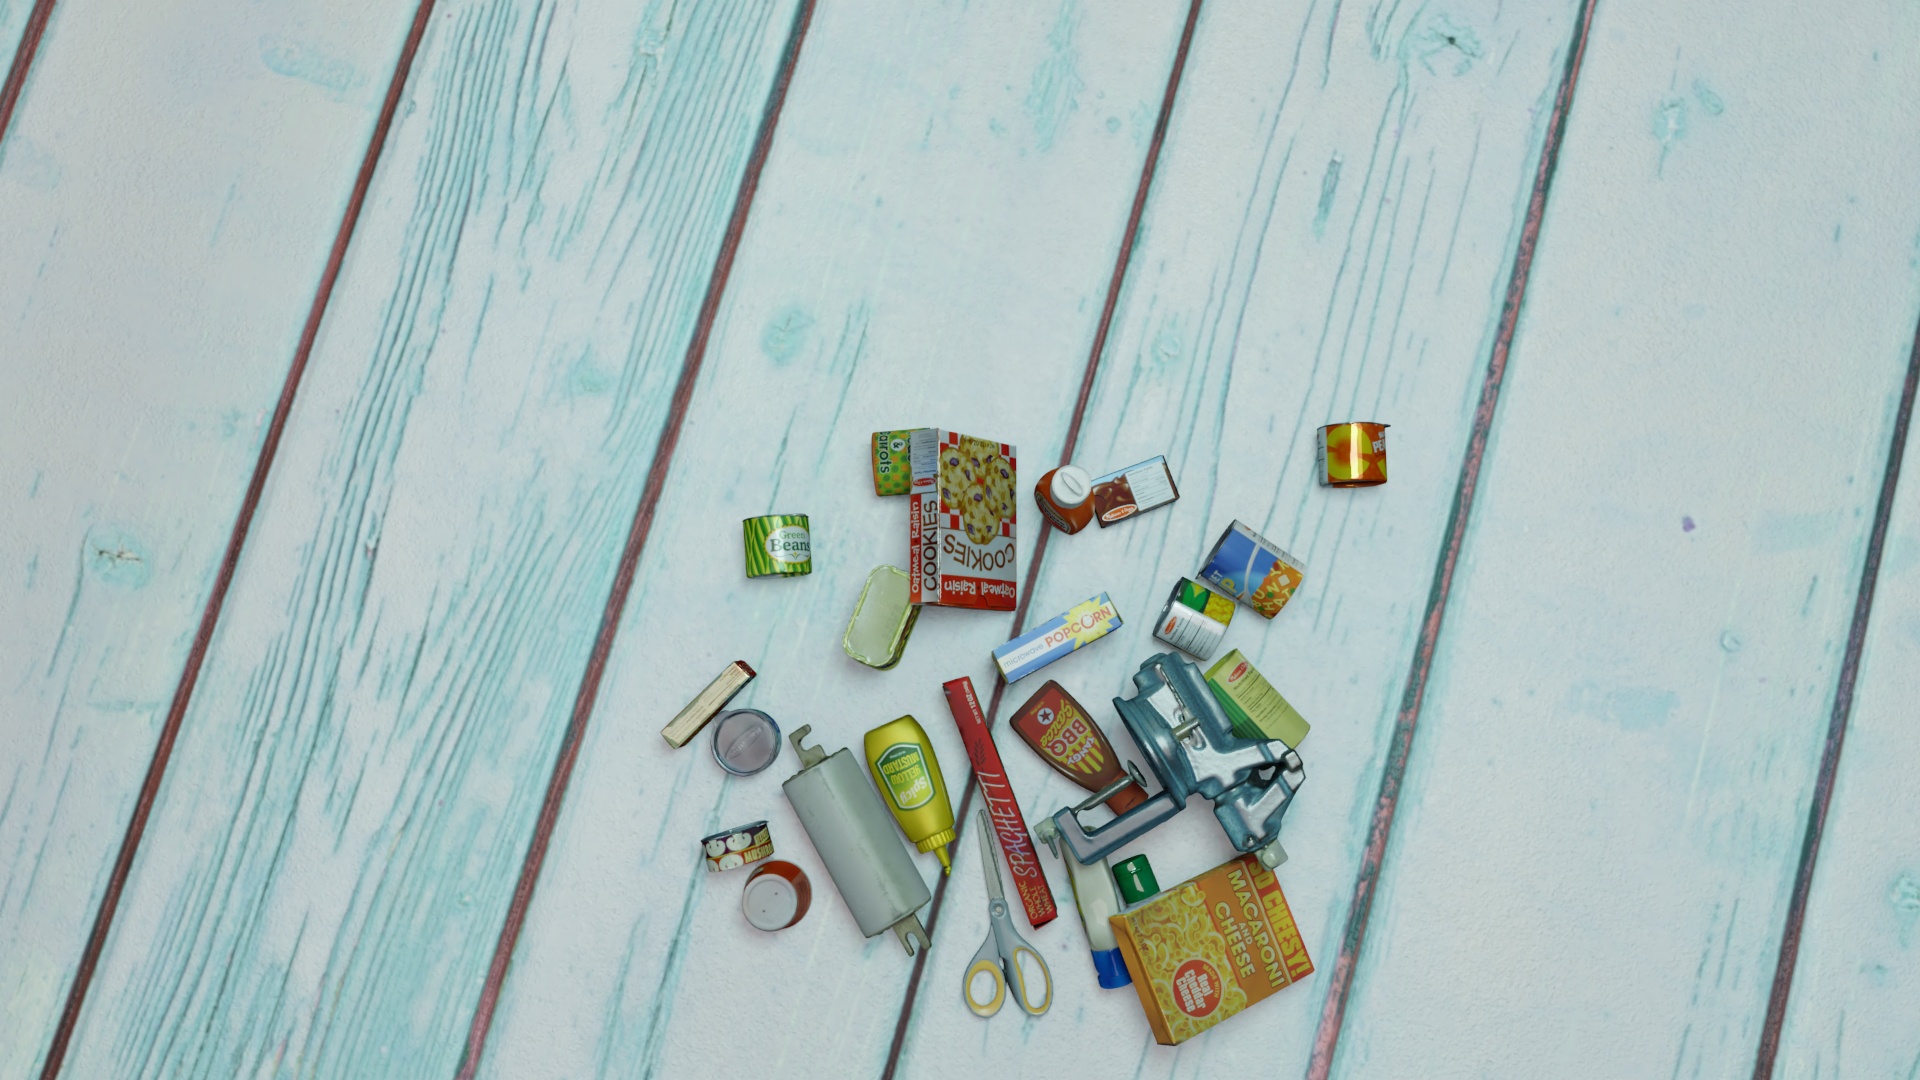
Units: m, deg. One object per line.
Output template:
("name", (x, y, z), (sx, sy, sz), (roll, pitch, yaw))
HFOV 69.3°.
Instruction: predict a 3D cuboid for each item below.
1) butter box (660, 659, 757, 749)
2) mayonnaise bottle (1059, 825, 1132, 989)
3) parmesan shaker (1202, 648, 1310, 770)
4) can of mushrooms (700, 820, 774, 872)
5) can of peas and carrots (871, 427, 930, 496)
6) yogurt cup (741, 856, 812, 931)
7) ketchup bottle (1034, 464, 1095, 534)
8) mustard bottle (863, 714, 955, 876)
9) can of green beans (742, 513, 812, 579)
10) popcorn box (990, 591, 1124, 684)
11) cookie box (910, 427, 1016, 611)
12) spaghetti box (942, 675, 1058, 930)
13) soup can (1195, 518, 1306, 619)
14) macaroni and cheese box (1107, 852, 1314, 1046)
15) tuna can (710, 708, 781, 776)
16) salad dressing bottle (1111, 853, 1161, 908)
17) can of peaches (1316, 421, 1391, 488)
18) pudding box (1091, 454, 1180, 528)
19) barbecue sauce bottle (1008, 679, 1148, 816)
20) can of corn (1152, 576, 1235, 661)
("butter box", (-0.248, 0.161, 1.369), (0.103, 0.053, 0.024), (-45, 87, -3))
("mayonnaise bottle", (0.132, 0.352, 1.333), (0.041, 0.064, 0.148), (-14, 87, -1))
("parmesan shaker", (0.278, 0.166, 1.346), (0.071, 0.071, 0.103), (-42, 85, -3))
("can of mushrooms", (-0.213, 0.295, 1.344), (0.071, 0.071, 0.033), (-16, 84, 0))
("can of peas and carrots", (-0.057, -0.079, 1.383), (0.059, 0.071, 0.071), (-5, 84, 2))
("yogurt cup", (-0.180, 0.346, 1.344), (0.072, 0.054, 0.072), (0, 84, 1))
("ketchup bottle", (0.103, -0.044, 1.335), (0.043, 0.148, 0.065), (-42, 84, -4))
("mustard bottle", (-0.040, 0.251, 1.354), (0.065, 0.049, 0.160), (-25, 83, 0))
("can of green beans", (-0.182, 0.007, 1.378), (0.071, 0.071, 0.058), (-5, 84, 1))
("popcorn box", (0.092, 0.096, 1.351), (0.127, 0.085, 0.038), (-27, 83, -1))
("cookie box", (0.005, -0.017, 1.349), (0.040, 0.123, 0.167), (-5, 81, 39))
("spaghetti box", (0.039, 0.252, 1.352), (0.029, 0.050, 0.250), (-21, 83, 0))
("soup can", (0.285, 0.031, 1.363), (0.084, 0.071, 0.071), (34, 86, 5))
("macaroni and cheese box", (0.236, 0.380, 1.305), (0.167, 0.040, 0.124), (-17, 81, -25))
("tuna can", (-0.213, 0.197, 1.373), (0.071, 0.033, 0.071), (0, 83, 1))
("salad dressing bottle", (0.190, 0.377, 1.336), (0.064, 0.044, 0.148), (-21, 82, -9))
("can of peaches", (0.389, -0.084, 1.373), (0.071, 0.071, 0.058), (0, 84, 2))
("pudding box", (0.172, -0.049, 1.394), (0.084, 0.030, 0.049), (-21, 84, -1))
("barbecue sauce bottle", (0.119, 0.208, 1.358), (0.065, 0.043, 0.148), (-44, 85, -4))
("can of corn", (0.229, 0.076, 1.361), (0.058, 0.071, 0.071), (27, 85, 4))
